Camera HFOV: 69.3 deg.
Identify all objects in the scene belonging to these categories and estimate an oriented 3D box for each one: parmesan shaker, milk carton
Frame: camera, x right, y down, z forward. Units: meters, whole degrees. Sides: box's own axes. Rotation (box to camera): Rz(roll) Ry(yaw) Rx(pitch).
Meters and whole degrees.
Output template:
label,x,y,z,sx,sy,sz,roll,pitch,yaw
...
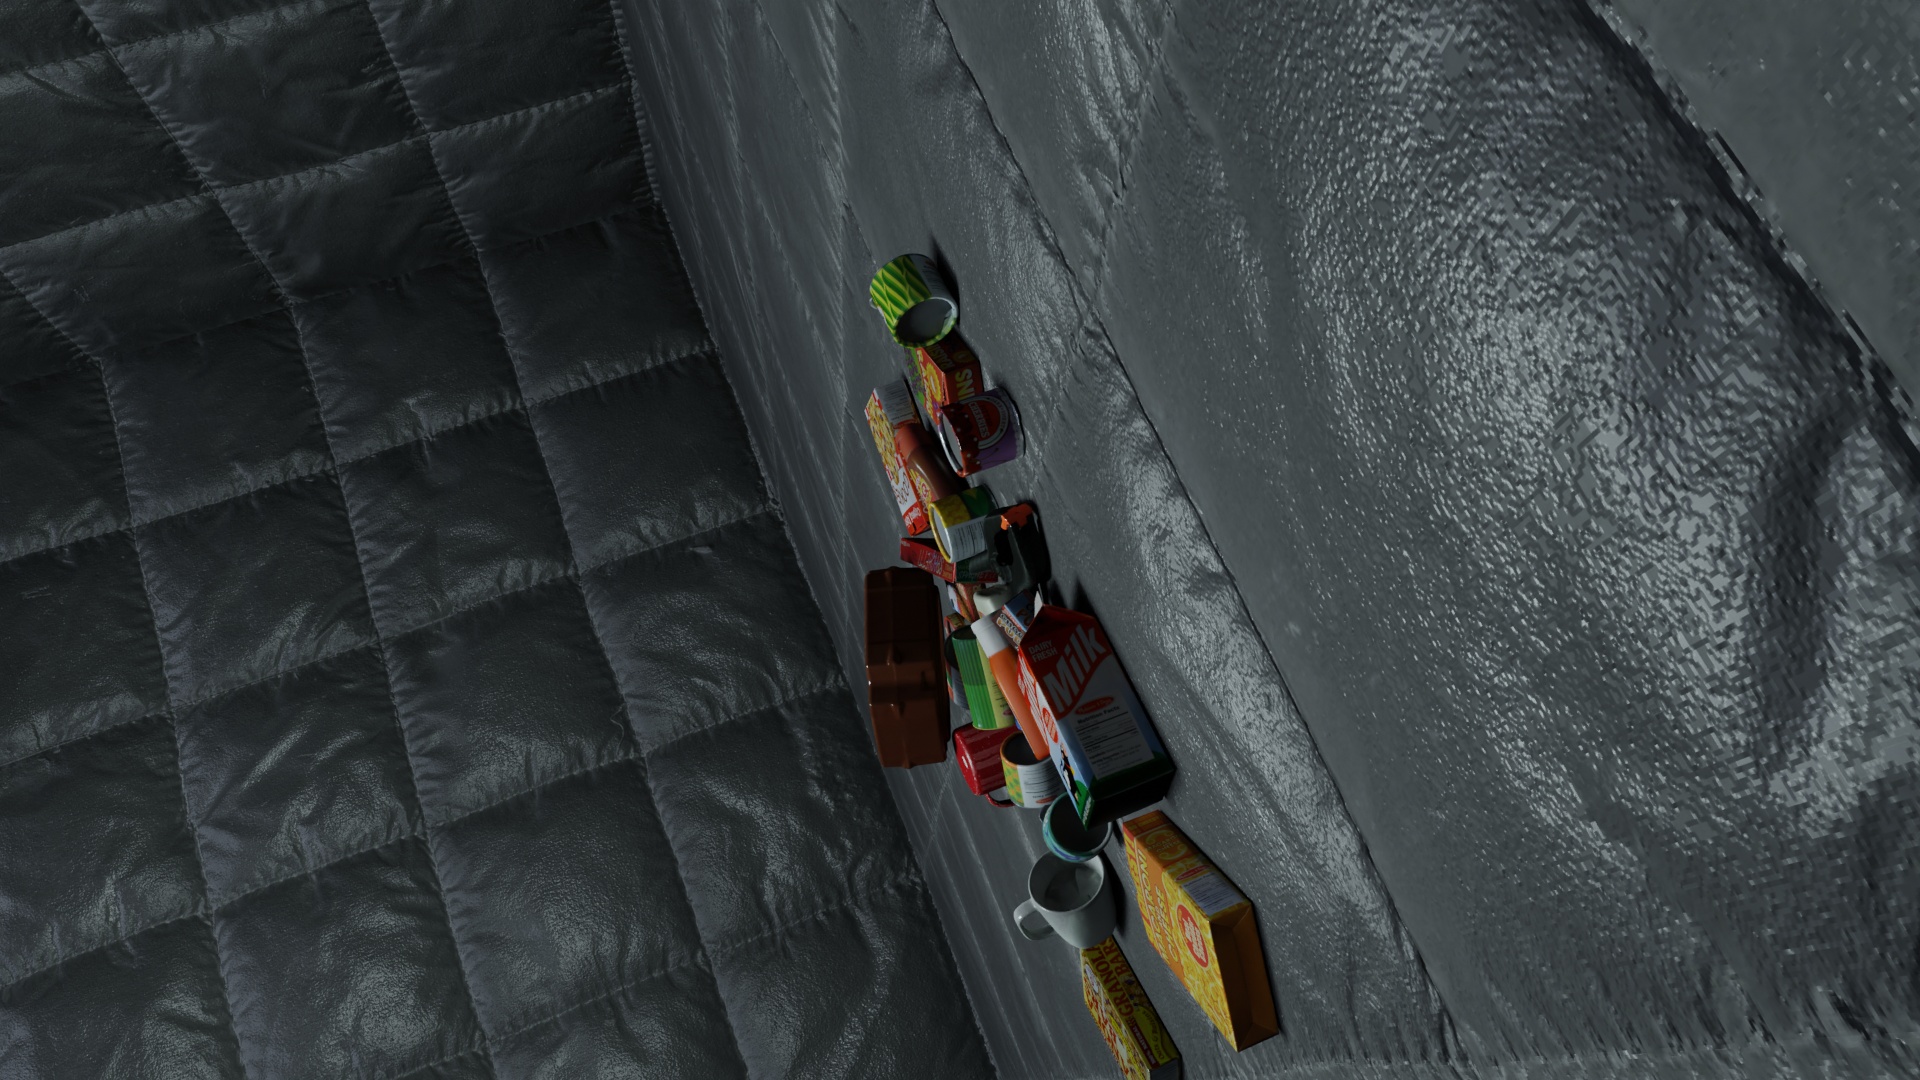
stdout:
label,x,y,z,sx,sy,sz,roll,pitch,yaw
parmesan shaker,0.036,0.142,1.496,0.071,0.071,0.103,-154,49,-73
milk carton,0.101,0.135,1.165,0.072,0.073,0.191,91,157,-59

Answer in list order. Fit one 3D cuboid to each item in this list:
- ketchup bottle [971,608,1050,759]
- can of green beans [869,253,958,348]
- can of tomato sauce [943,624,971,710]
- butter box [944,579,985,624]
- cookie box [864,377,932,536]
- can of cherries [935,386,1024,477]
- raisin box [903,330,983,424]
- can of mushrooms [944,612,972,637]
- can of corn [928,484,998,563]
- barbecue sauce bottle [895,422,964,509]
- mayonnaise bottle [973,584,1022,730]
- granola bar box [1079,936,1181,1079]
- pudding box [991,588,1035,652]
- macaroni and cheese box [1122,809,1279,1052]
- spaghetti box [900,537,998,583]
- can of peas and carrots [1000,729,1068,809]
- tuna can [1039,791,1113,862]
label,x,y,z,sx,sy,sz,roll,pitch,yaw
ketchup bottle,0.061,0.139,1.362,0.149,0.043,0.065,61,-163,8
can of green beans,-0.042,-0.218,1.269,0.071,0.071,0.058,89,158,-56
can of tomato sauce,0.017,0.144,1.588,0.082,0.071,0.071,85,161,-52
butter box,0.008,0.062,1.594,0.103,0.024,0.053,-148,40,-72
cookie box,-0.062,-0.093,1.625,0.122,0.040,0.167,143,107,-78
can of cherries,0.017,-0.096,1.215,0.071,0.058,0.071,162,88,-79
raisin box,-0.017,-0.156,1.320,0.124,0.040,0.085,-124,20,-49
can of mushrooms,0.007,0.114,1.660,0.071,0.033,0.071,162,88,-79
can of corn,0.005,-0.017,1.395,0.071,0.058,0.071,162,89,-78
barbecue sauce bottle,-0.028,-0.067,1.505,0.064,0.044,0.149,84,163,-51
mayonnaise bottle,0.055,0.120,1.429,0.065,0.041,0.148,-167,59,-75
granola bar box,0.183,0.526,1.498,0.166,0.039,0.123,-123,18,-47
pudding box,0.070,0.089,1.266,0.084,0.030,0.049,50,155,6
macaroni and cheese box,0.189,0.309,1.121,0.167,0.040,0.123,-140,34,-68
spaghetti box,-0.016,0.021,1.548,0.250,0.050,0.028,-163,74,-74
can of peas and carrots,0.077,0.236,1.453,0.071,0.071,0.058,-128,23,-57
tuna can,0.112,0.276,1.350,0.032,0.071,0.071,104,145,-66
